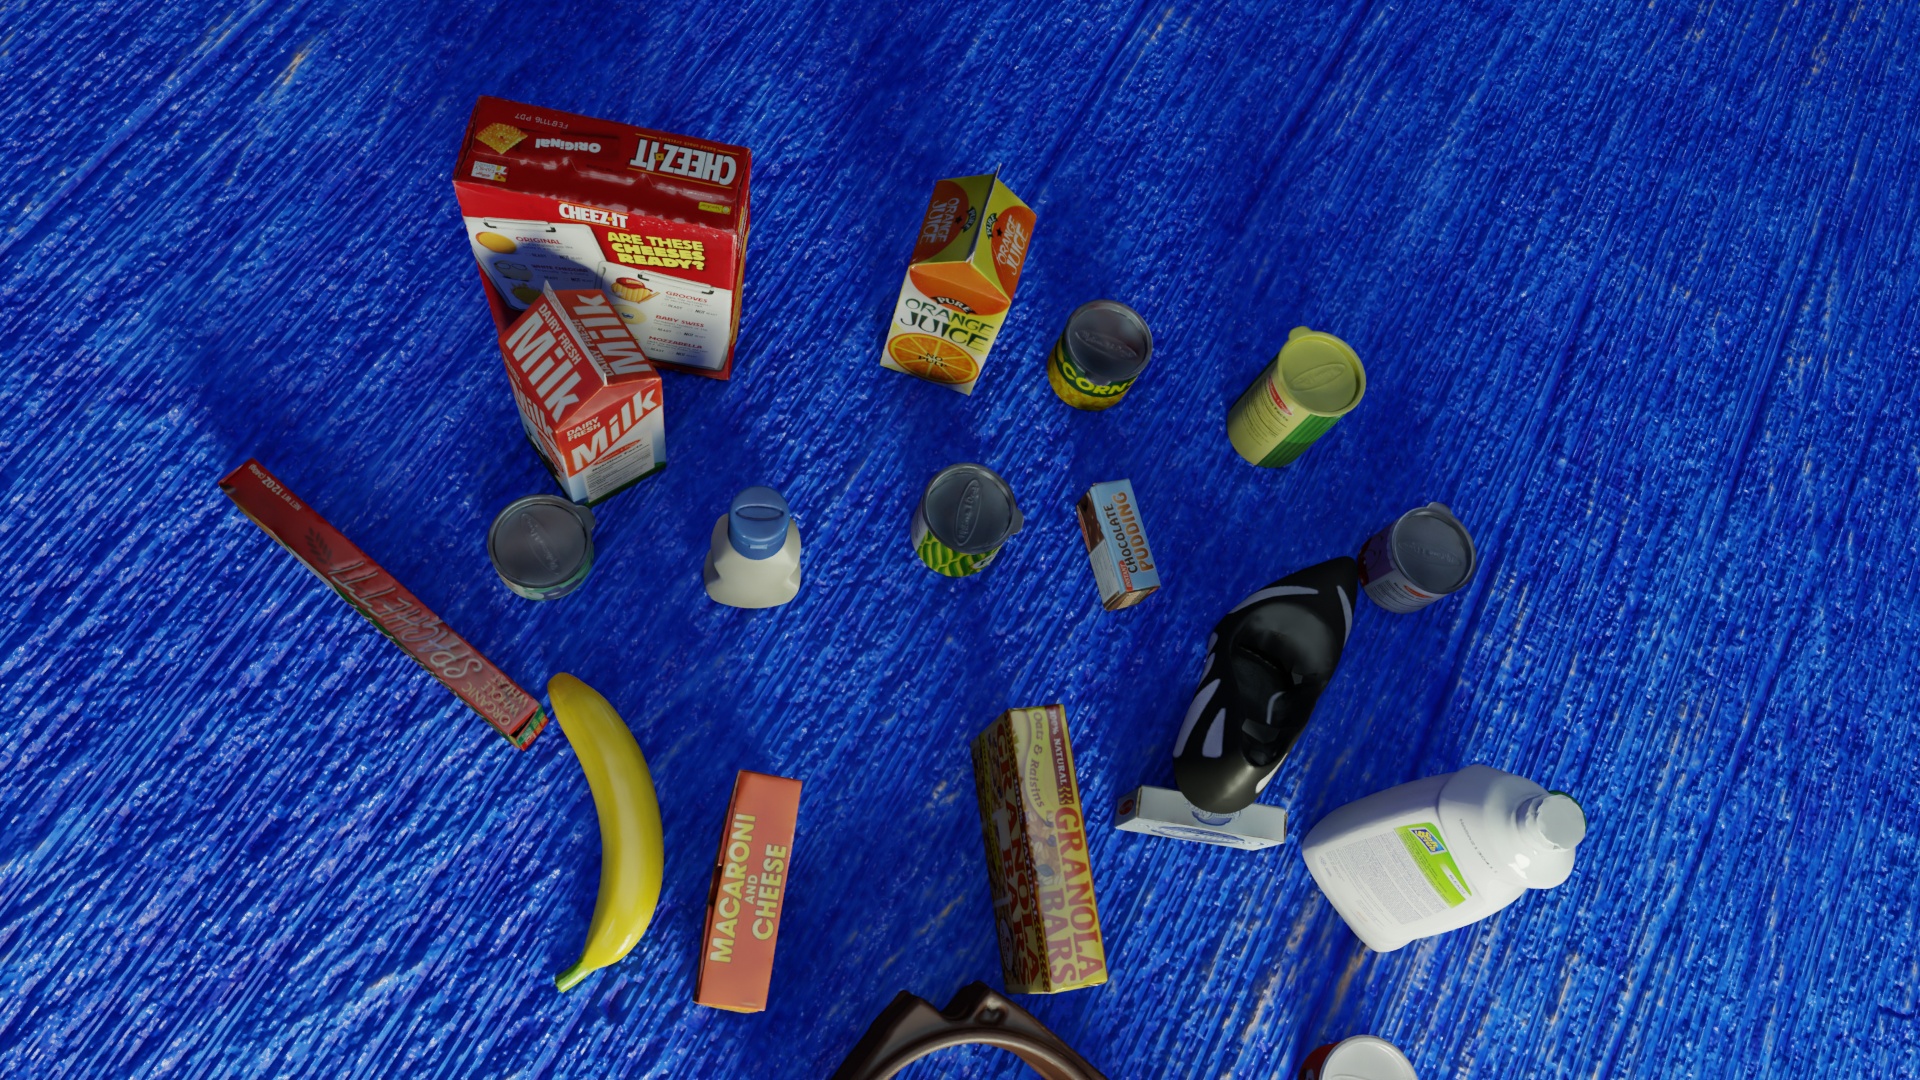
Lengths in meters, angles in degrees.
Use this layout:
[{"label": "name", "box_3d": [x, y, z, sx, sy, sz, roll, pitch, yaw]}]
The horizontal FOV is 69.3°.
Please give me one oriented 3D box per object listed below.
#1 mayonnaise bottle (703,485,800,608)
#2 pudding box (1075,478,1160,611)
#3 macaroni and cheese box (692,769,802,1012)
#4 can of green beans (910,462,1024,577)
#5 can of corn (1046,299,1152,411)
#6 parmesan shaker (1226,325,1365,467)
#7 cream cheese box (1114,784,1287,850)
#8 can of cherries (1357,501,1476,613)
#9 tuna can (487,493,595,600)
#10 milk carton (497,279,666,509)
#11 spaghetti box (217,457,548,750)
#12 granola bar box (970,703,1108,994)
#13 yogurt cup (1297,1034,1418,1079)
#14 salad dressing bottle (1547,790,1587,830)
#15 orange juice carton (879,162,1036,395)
[{"label": "mayonnaise bottle", "box_3d": [-0.131, 0.006, 0.888, 0.065, 0.147, 0.041, 2, 72, -10]}, {"label": "pudding box", "box_3d": [0.111, 0.003, 0.989, 0.030, 0.049, 0.084, -11, 74, -14]}, {"label": "macaroni and cheese box", "box_3d": [-0.127, 0.209, 0.809, 0.040, 0.166, 0.124, 10, 70, -7]}, {"label": "can of green beans", "box_3d": [0.001, -0.013, 0.969, 0.071, 0.057, 0.071, 3, 71, -10]}, {"label": "can of corn", "box_3d": [0.101, -0.134, 1.030, 0.071, 0.058, 0.071, 3, 71, -10]}, {"label": "parmesan shaker", "box_3d": [0.244, -0.104, 1.023, 0.071, 0.102, 0.071, 3, 71, -10]}, {"label": "cream cheese box", "box_3d": [0.161, 0.187, 0.933, 0.104, 0.053, 0.024, 10, 70, -7]}, {"label": "can of cherries", "box_3d": [0.336, 0.013, 1.024, 0.071, 0.058, 0.071, 3, 71, -10]}, {"label": "tuna can", "box_3d": [-0.276, 0.004, 0.923, 0.071, 0.032, 0.071, 3, 71, -10]}, {"label": "milk carton", "box_3d": [-0.237, -0.092, 0.879, 0.074, 0.190, 0.072, -31, 80, -19]}, {"label": "spaghetti box", "box_3d": [-0.364, 0.042, 0.883, 0.250, 0.050, 0.029, 39, 69, 4]}, {"label": "granola bar box", "box_3d": [0.047, 0.195, 0.870, 0.039, 0.123, 0.166, -4, 72, -12]}, {"label": "yogurt cup", "box_3d": [0.253, 0.354, 0.893, 0.072, 0.053, 0.072, 3, 71, -10]}, {"label": "salad dressing bottle", "box_3d": [0.355, 0.193, 0.918, 0.044, 0.147, 0.064, 8, 70, -8]}, {"label": "orange juice carton", "box_3d": [0.000, -0.179, 0.953, 0.073, 0.192, 0.072, 18, 69, -4]}]
